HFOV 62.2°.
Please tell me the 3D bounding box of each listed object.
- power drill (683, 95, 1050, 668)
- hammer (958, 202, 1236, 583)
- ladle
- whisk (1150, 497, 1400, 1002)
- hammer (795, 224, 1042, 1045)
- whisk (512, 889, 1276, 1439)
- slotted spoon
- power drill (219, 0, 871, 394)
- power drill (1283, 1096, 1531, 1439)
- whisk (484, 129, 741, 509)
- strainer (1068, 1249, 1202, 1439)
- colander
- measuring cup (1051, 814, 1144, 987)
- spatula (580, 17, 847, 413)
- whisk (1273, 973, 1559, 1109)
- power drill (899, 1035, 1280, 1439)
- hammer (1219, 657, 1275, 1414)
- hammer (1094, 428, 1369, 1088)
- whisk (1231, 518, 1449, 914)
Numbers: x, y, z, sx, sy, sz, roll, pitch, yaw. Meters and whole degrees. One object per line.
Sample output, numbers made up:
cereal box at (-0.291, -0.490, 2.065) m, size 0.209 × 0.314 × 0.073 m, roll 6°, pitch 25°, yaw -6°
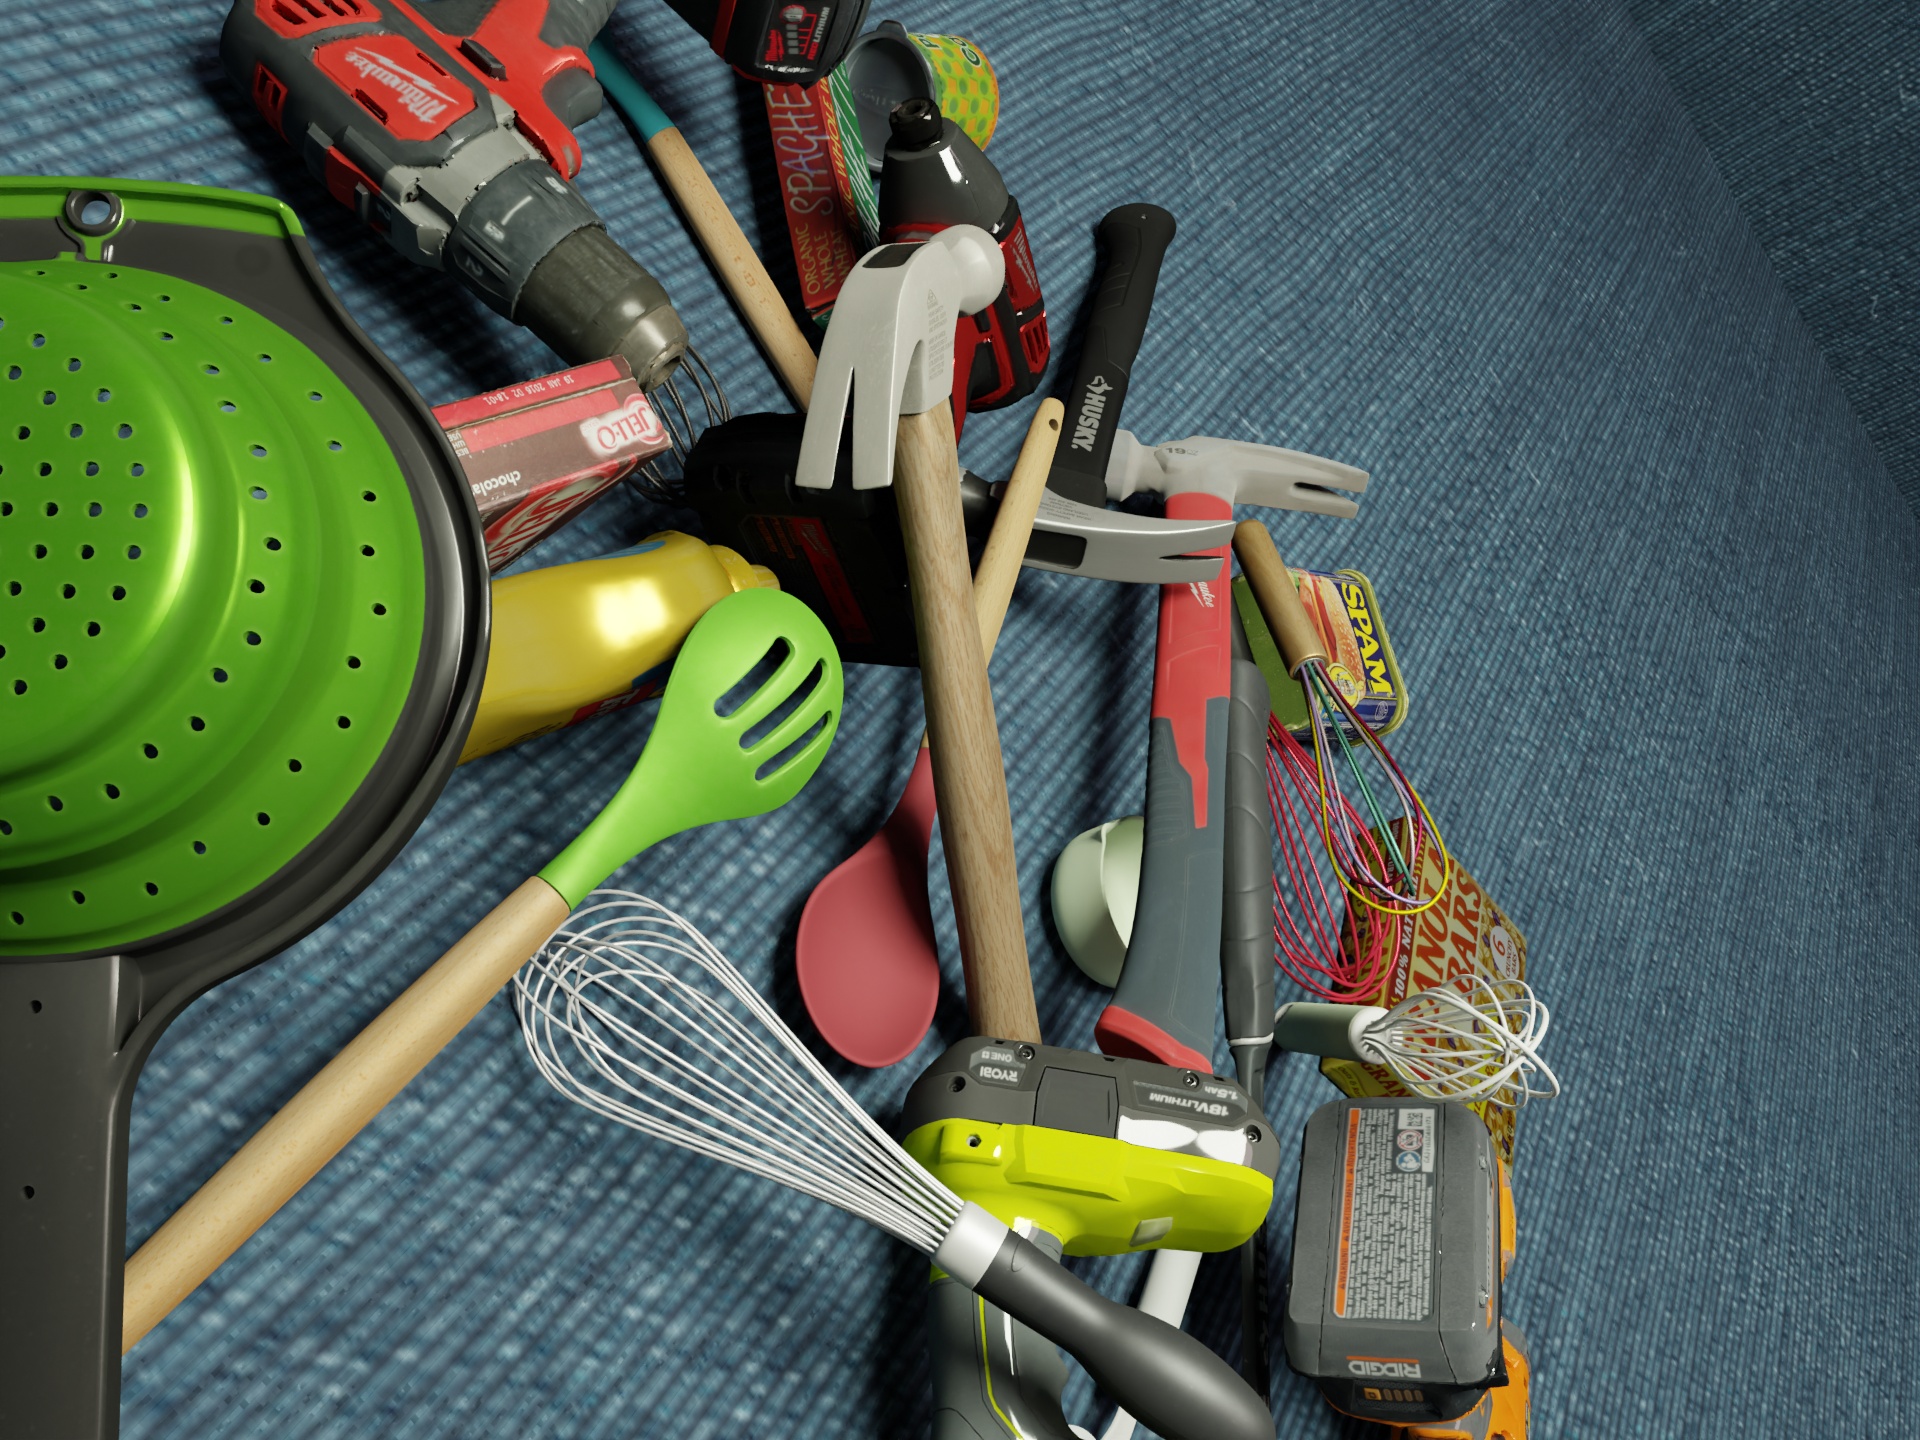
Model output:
power drill at (-0.025, -0.141, 0.650) m, size 0.143 × 0.078 × 0.220 m, roll 68°, pitch 35°, yaw -49°
hammer at (0.082, -0.187, 0.838) m, size 0.146 × 0.035 × 0.335 m, roll 15°, pitch 44°, yaw 2°
ladle at (-0.003, -0.009, 0.657) m, size 0.069 × 0.031 × 0.316 m, roll 34°, pitch 61°, yaw -30°
whisk at (0.156, 0.005, 0.835) m, size 0.073 × 0.073 × 0.296 m, roll 3°, pitch 63°, yaw -45°
hammer at (-0.001, -0.002, 0.579) m, size 0.130 × 0.031 × 0.331 m, roll -50°, pitch 137°, yaw -58°
whisk at (-0.024, 0.146, 0.498) m, size 0.284 × 0.070 × 0.070 m, roll 33°, pitch 43°, yaw 7°
slotted spoon at (-0.134, 0.070, 0.456) m, size 0.314 × 0.031 × 0.070 m, roll -47°, pitch 125°, yaw -28°
power drill at (-0.125, -0.239, 0.593) m, size 0.188 × 0.080 × 0.227 m, roll 42°, pitch 63°, yaw -1°
power drill at (0.197, 0.285, 0.666) m, size 0.164 × 0.084 × 0.226 m, roll -70°, pitch 145°, yaw -47°
whisk at (-0.149, -0.186, 0.627) m, size 0.055 × 0.055 × 0.239 m, roll -18°, pitch 79°, yaw -49°
strainer at (0.067, 0.263, 0.616) m, size 0.086 × 0.050 × 0.258 m, roll 66°, pitch 32°, yaw -22°
colander at (-0.214, 0.046, 0.351) m, size 0.204 × 0.094 × 0.397 m, roll -1°, pitch 81°, yaw -10°
measuring cup at (0.088, 0.060, 0.753) m, size 0.083 × 0.038 × 0.168 m, roll 54°, pitch 37°, yaw -17°
spatula at (-0.112, -0.237, 0.692) m, size 0.082 × 0.044 × 0.317 m, roll -39°, pitch 100°, yaw -48°
whisk at (0.183, 0.136, 0.685) m, size 0.059 × 0.246 × 0.058 m, roll 41°, pitch 78°, yaw 0°
power drill at (0.047, 0.234, 0.529) m, size 0.190 × 0.080 × 0.229 m, roll 9°, pitch 53°, yaw 2°
hammer at (0.124, 0.155, 0.694) m, size 0.149 × 0.036 × 0.409 m, roll 47°, pitch 40°, yaw -52°
hammer at (0.119, 0.000, 0.722) m, size 0.143 × 0.038 × 0.387 m, roll 8°, pitch 47°, yaw 2°
whisk at (0.177, -0.009, 0.790) m, size 0.051 × 0.047 × 0.245 m, roll 37°, pitch 29°, yaw -47°
